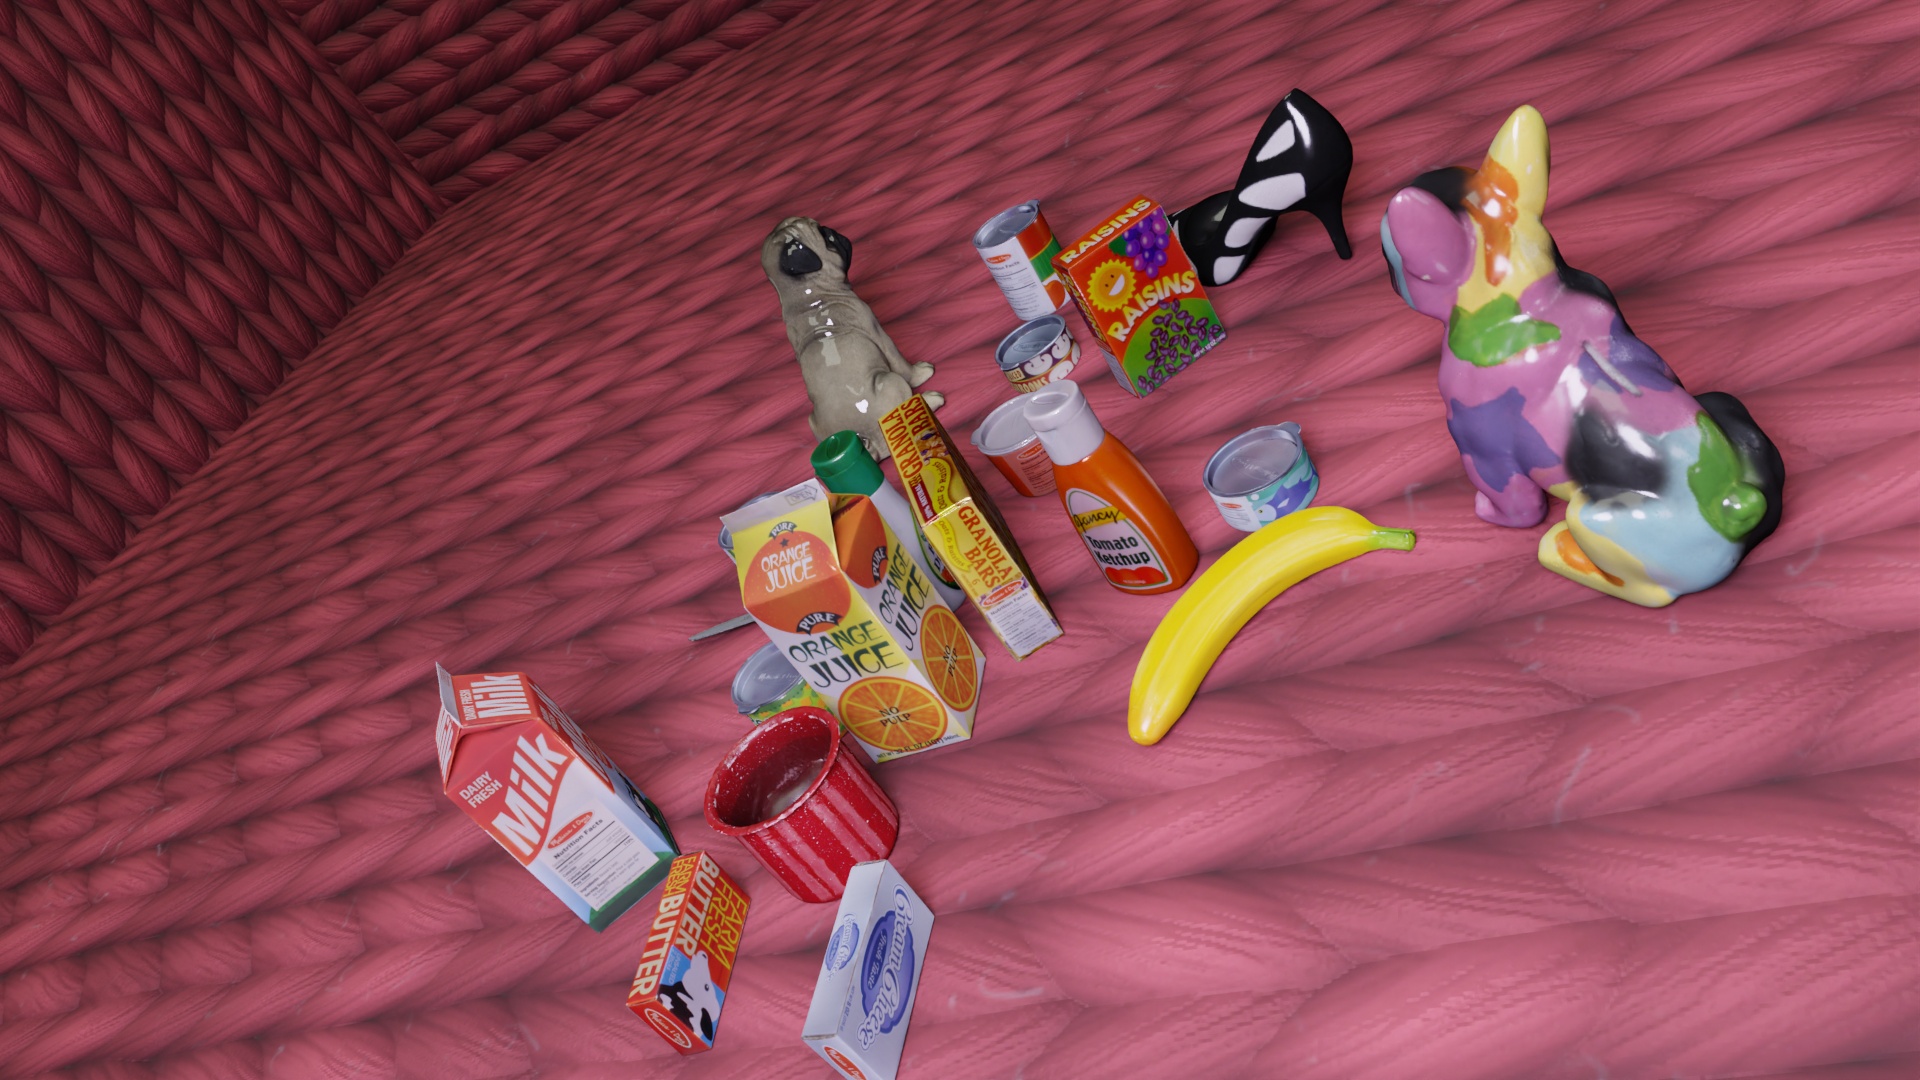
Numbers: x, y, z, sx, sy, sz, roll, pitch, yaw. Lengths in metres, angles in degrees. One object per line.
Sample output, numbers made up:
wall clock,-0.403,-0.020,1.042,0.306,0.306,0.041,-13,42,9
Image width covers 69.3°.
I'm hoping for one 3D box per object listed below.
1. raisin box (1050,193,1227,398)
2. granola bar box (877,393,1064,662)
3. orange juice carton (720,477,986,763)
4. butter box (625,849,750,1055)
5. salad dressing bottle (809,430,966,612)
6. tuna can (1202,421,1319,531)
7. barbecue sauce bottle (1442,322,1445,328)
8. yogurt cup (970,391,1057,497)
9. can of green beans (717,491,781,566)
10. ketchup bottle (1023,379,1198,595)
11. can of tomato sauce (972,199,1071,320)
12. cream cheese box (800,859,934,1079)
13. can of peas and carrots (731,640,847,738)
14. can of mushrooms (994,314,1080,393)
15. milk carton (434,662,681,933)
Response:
raisin box,0.134,-0.181,1.037,0.086,0.123,0.040,-36,30,-1
granola bar box,0.003,-0.012,0.924,0.039,0.124,0.166,-32,31,5
orange juice carton,-0.065,0.043,0.846,0.071,0.192,0.073,-19,34,25
butter box,-0.155,0.236,0.800,0.024,0.053,0.104,-21,33,22
salad dressing bottle,-0.048,-0.009,0.948,0.044,0.147,0.064,-27,31,14
tuna can,0.191,-0.041,0.874,0.071,0.032,0.071,-24,32,17
barbecue sauce bottle,0.298,-0.128,0.780,0.065,0.148,0.043,-48,33,-22
yogurt cup,0.053,-0.069,1.026,0.072,0.053,0.073,-25,32,17
can of green beans,-0.151,0.004,1.117,0.071,0.057,0.071,-25,32,17
ketchup bottle,0.088,-0.031,0.846,0.064,0.148,0.044,-1,44,43
can of tomato sauce,0.061,-0.250,1.244,0.071,0.083,0.071,-25,32,17
cream cheese box,-0.046,0.222,0.713,0.024,0.053,0.104,-17,35,27
can of peas and carrots,-0.111,0.107,0.933,0.071,0.058,0.071,-25,32,17
can of mushrooms,0.063,-0.153,1.155,0.071,0.033,0.071,-24,32,17
milk carton,-0.268,0.155,0.887,0.073,0.190,0.072,-39,31,-8
